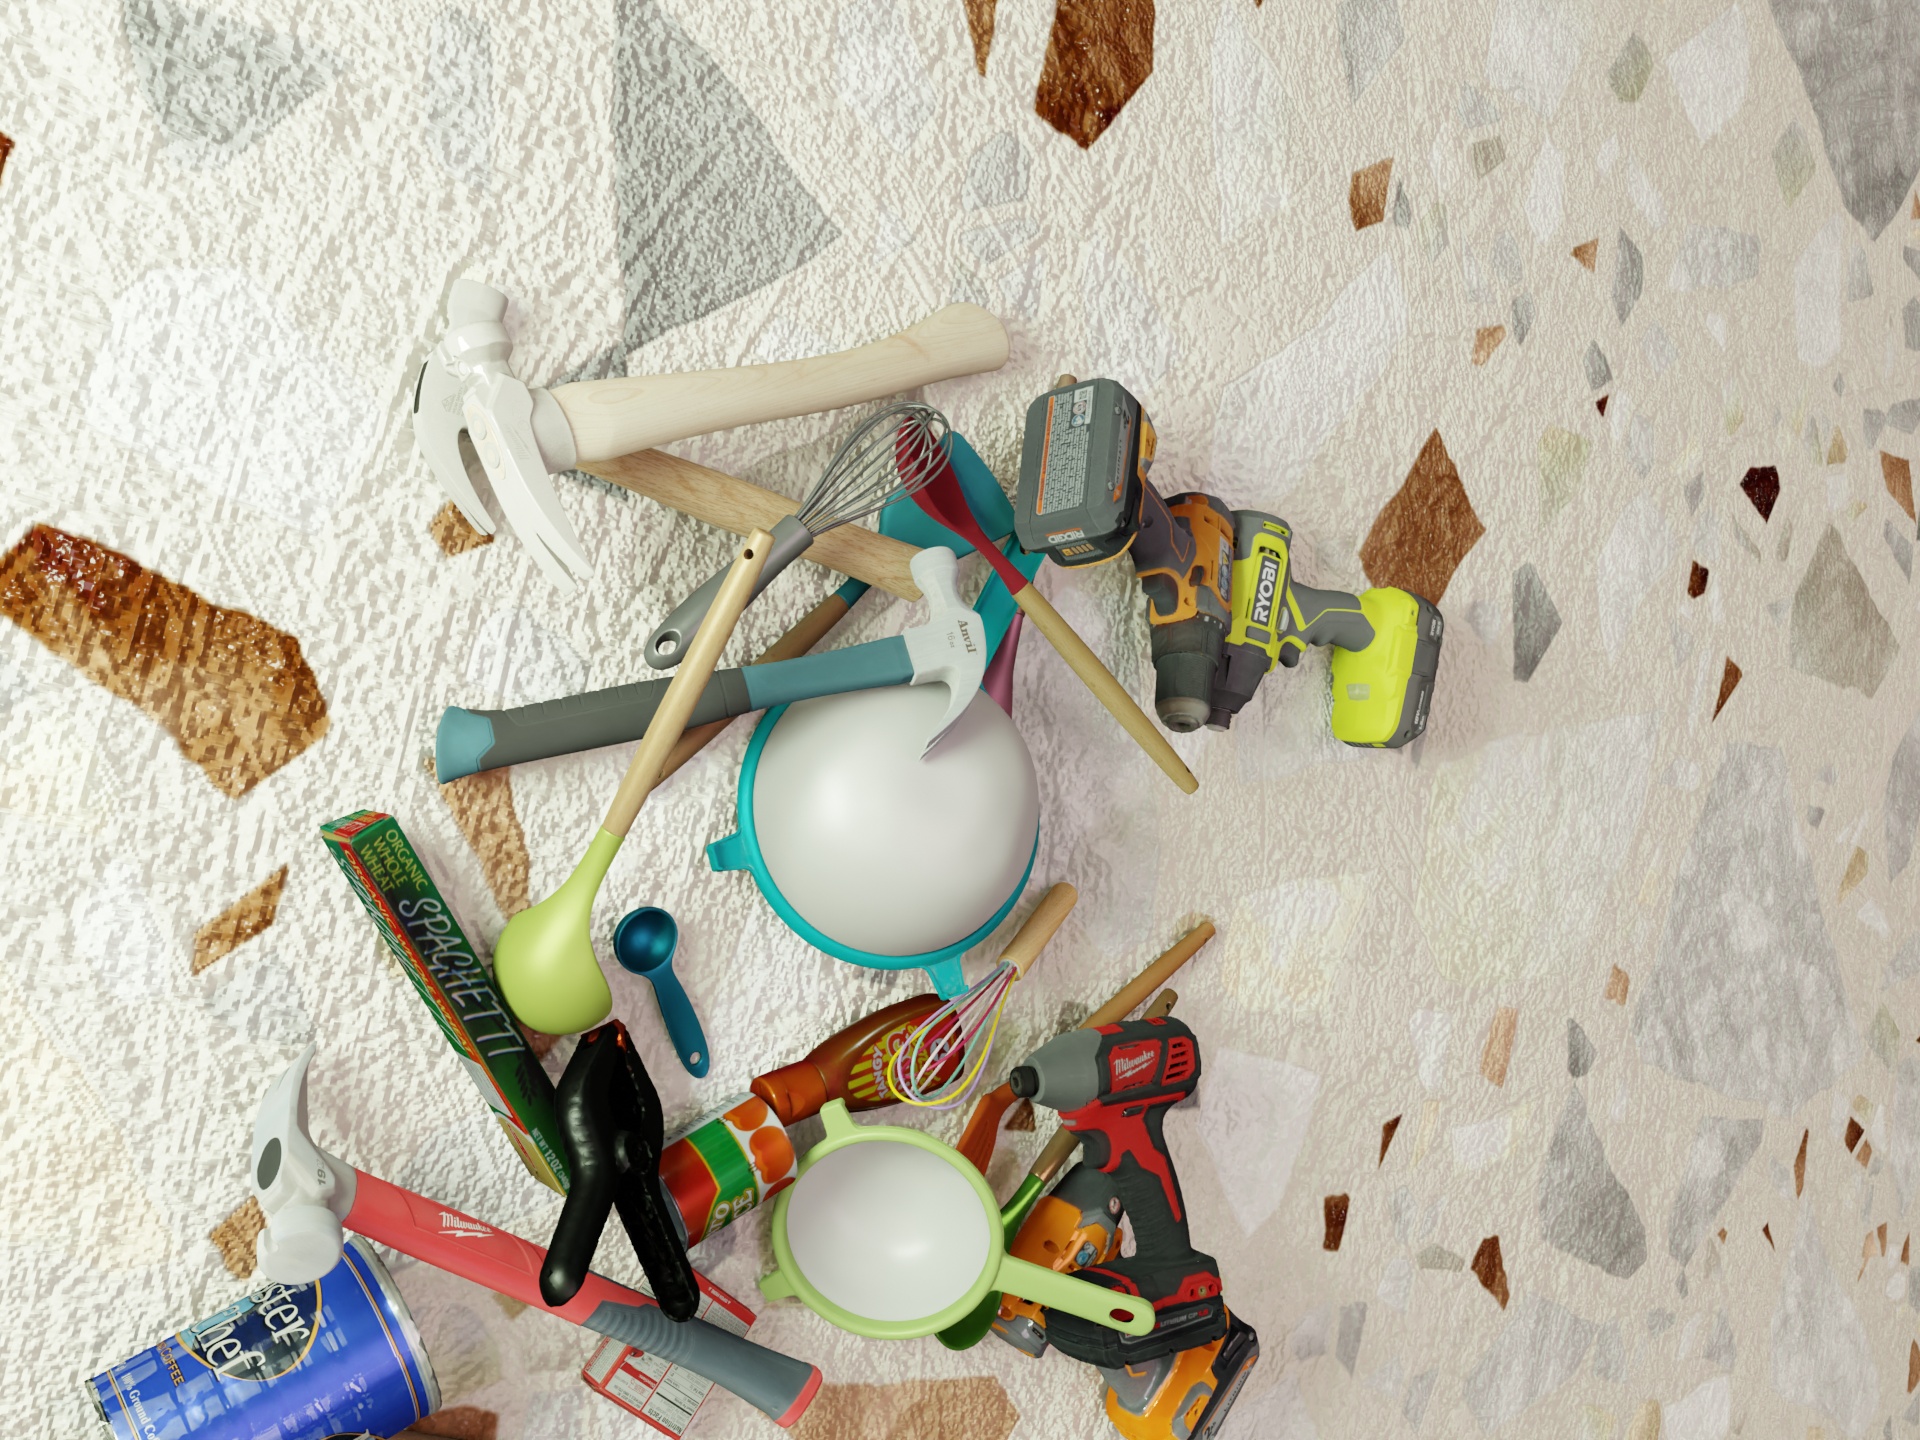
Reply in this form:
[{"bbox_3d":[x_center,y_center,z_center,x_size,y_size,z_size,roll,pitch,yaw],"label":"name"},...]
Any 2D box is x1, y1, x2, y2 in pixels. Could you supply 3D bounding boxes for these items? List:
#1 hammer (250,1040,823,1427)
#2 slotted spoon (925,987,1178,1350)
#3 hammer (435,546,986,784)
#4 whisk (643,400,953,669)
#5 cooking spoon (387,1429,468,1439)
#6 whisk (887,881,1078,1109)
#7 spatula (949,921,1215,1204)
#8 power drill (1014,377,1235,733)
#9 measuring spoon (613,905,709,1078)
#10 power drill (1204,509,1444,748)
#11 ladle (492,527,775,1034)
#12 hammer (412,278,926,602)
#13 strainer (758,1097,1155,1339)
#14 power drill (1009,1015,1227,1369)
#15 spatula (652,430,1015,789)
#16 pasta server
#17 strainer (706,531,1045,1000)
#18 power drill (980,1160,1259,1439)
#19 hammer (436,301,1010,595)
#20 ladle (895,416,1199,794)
[{"bbox_3d":[-0.224,0.311,0.902,0.038,0.143,0.385,-45,125,7],"label":"hammer"},{"bbox_3d":[0.071,0.313,1.149,0.314,0.031,0.070,-48,114,-28],"label":"slotted spoon"},{"bbox_3d":[-0.141,-0.017,0.937,0.331,0.033,0.128,-12,70,-17],"label":"hammer"},{"bbox_3d":[-0.094,-0.109,0.940,0.239,0.055,0.055,-44,117,-16],"label":"whisk"},{"bbox_3d":[-0.218,0.467,0.975,0.318,0.017,0.069,31,74,-34],"label":"cooking spoon"},{"bbox_3d":[0.021,0.180,1.086,0.245,0.047,0.051,-45,117,-50],"label":"whisk"},{"bbox_3d":[0.093,0.246,1.181,0.322,0.041,0.081,-34,136,-32],"label":"spatula"},{"bbox_3d":[0.126,-0.110,1.121,0.226,0.084,0.185,36,53,-48],"label":"power drill"},{"bbox_3d":[-0.185,0.170,0.990,0.042,0.021,0.128,-33,120,-32],"label":"measuring spoon"},{"bbox_3d":[0.282,-0.057,1.287,0.223,0.080,0.171,16,82,-32],"label":"power drill"},{"bbox_3d":[-0.174,0.037,0.884,0.320,0.078,0.062,-61,163,11],"label":"ladle"},{"bbox_3d":[-0.162,-0.137,0.955,0.331,0.031,0.130,19,83,-28],"label":"hammer"},{"bbox_3d":[0.005,0.340,1.047,0.256,0.069,0.151,19,104,-1],"label":"strainer"},{"bbox_3d":[0.107,0.323,1.106,0.143,0.078,0.220,-2,82,-29],"label":"power drill"},{"bbox_3d":[-0.091,-0.063,1.026,0.317,0.044,0.082,-46,112,-24],"label":"spatula"},{"bbox_3d":[0.039,-0.100,1.134,0.060,0.040,0.316,22,76,-35],"label":"pasta server"},{"bbox_3d":[-0.002,-0.003,1.031,0.211,0.095,0.340,32,70,-14],"label":"strainer"},{"bbox_3d":[0.126,0.435,1.194,0.226,0.084,0.164,48,65,-24],"label":"power drill"},{"bbox_3d":[-0.106,-0.192,0.963,0.410,0.038,0.146,-24,89,-44],"label":"hammer"},{"bbox_3d":[0.057,-0.069,1.048,0.315,0.031,0.069,49,27,-12],"label":"ladle"}]
